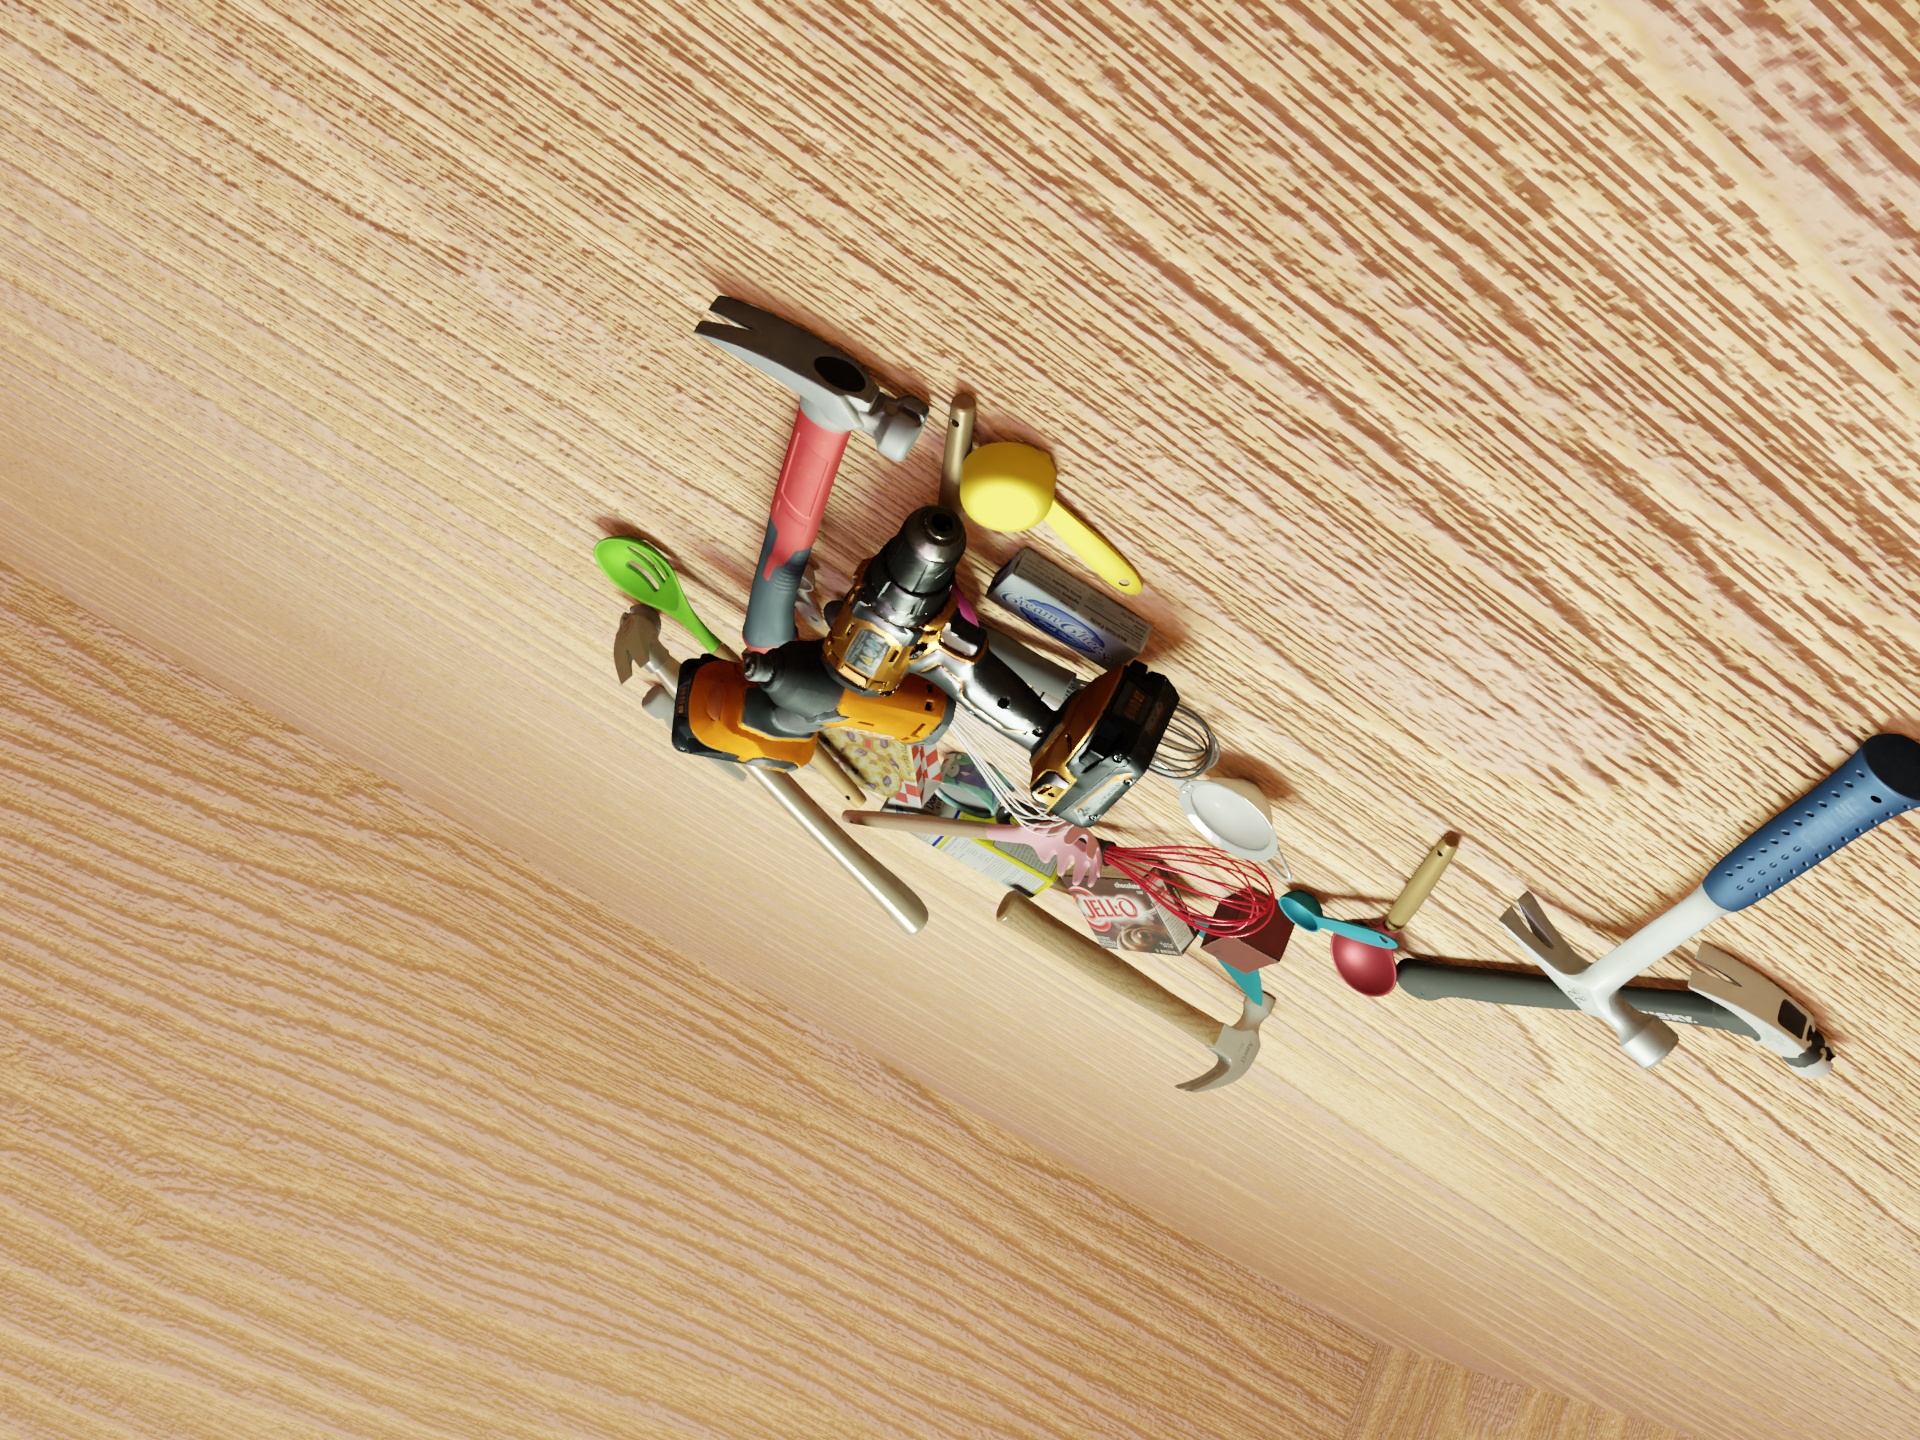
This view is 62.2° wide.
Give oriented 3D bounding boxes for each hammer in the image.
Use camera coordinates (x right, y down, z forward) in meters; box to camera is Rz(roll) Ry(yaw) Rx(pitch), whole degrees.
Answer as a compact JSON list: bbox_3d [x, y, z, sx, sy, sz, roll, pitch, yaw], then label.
[{"bbox_3d":[0.453,0.106,0.969,0.144,0.035,0.405,44,160,17],"label":"hammer"},{"bbox_3d":[-0.175,0.016,1.569,0.149,0.037,0.359,40,157,-31],"label":"hammer"},{"bbox_3d":[0.477,0.211,1.233,0.146,0.035,0.335,37,158,-28],"label":"hammer"},{"bbox_3d":[-0.128,-0.142,1.089,0.143,0.038,0.386,29,156,-2],"label":"hammer"},{"bbox_3d":[0.171,0.266,1.597,0.331,0.130,0.031,33,163,-20],"label":"hammer"},{"bbox_3d":[-0.167,0.063,1.472,0.410,0.038,0.146,48,-173,-22],"label":"hammer"}]

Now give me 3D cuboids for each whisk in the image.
[{"bbox_3d":[0.148,0.123,1.403,0.296,0.073,0.073,17,158,38],"label":"whisk"},{"bbox_3d":[0.077,-0.023,1.152,0.239,0.055,0.055,28,160,12],"label":"whisk"},{"bbox_3d":[-0.001,-0.005,1.285,0.284,0.070,0.070,41,156,-20],"label":"whisk"}]

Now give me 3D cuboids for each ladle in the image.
[{"bbox_3d":[0.348,0.153,1.261,0.069,0.031,0.315,49,164,20],"label":"ladle"}]

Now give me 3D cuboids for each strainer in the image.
[{"bbox_3d":[0.150,0.032,1.202,0.258,0.050,0.086,32,154,2],"label":"strainer"}]

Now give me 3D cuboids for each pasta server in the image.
[{"bbox_3d":[0.003,0.105,1.454,0.316,0.040,0.060,3,135,41],"label":"pasta server"}]

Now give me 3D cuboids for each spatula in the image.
[{"bbox_3d":[0.158,0.191,1.568,0.318,0.044,0.082,18,147,27],"label":"spatula"}]

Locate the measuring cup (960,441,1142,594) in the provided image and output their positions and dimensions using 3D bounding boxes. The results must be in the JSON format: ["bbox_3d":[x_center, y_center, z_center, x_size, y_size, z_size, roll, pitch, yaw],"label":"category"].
[{"bbox_3d":[0.060,-0.111,0.962,0.062,0.029,0.156,-22,135,38],"label":"measuring cup"}]

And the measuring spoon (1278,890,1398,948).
[{"bbox_3d":[0.316,0.164,1.314,0.129,0.021,0.042,13,143,56],"label":"measuring spoon"}]

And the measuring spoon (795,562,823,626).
[{"bbox_3d":[-0.121,-0.102,1.257,0.034,0.018,0.124,23,166,10],"label":"measuring spoon"}]

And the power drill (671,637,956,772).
[{"bbox_3d":[-0.132,-0.016,1.210,0.164,0.084,0.226,13,166,-36],"label":"power drill"}]

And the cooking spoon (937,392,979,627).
[{"bbox_3d":[-0.010,-0.113,1.044,0.069,0.017,0.318,33,156,11],"label":"cooking spoon"}]

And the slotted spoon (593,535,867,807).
[{"bbox_3d":[-0.190,-0.042,1.353,0.313,0.031,0.070,47,139,-8],"label":"slotted spoon"}]

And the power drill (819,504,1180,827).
[{"bbox_3d":[0.028,-0.039,1.042,0.226,0.084,0.185,31,147,-3],"label":"power drill"}]
